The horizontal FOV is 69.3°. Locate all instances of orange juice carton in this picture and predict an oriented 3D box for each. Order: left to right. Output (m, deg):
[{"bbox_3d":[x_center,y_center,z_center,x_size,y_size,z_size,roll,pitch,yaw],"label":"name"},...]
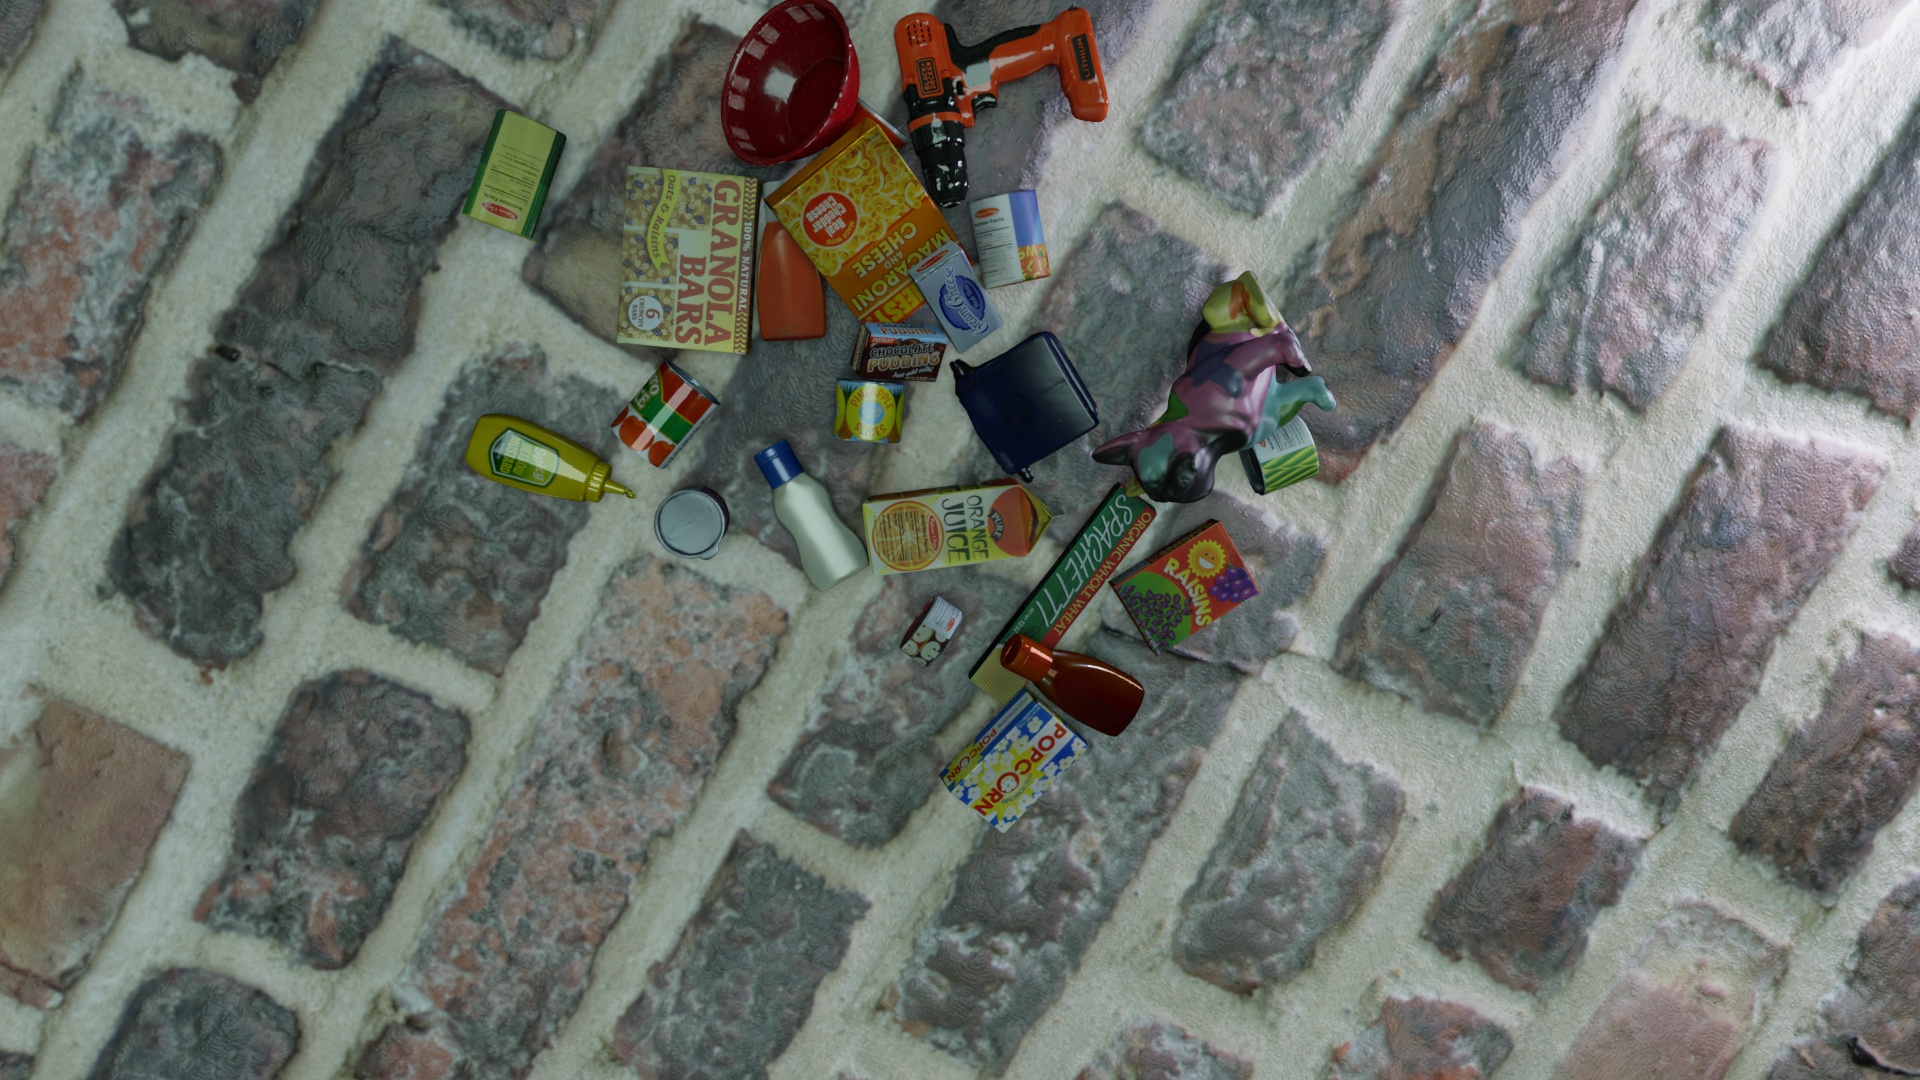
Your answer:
[{"bbox_3d":[0.005,-0.017,1.349,0.193,0.072,0.073,-7,98,-3],"label":"orange juice carton"}]

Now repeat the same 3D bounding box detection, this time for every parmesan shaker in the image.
[{"bbox_3d":[-0.411,-0.338,1.289,0.071,0.071,0.103,20,94,-6],"label":"parmesan shaker"}]

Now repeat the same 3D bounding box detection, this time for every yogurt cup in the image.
[{"bbox_3d":[-0.091,-0.377,1.306,0.072,0.072,0.054,39,101,-7],"label":"yogurt cup"}]

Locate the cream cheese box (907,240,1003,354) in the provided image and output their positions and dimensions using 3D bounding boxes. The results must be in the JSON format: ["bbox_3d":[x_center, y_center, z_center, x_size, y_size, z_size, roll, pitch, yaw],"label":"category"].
[{"bbox_3d":[-0.003,-0.230,1.319,0.053,0.024,0.103,-35,136,0],"label":"cream cheese box"}]

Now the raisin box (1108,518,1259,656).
[{"bbox_3d":[0.223,0.046,1.387,0.123,0.040,0.086,-32,97,0],"label":"raisin box"}]

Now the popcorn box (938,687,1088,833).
[{"bbox_3d":[0.054,0.219,1.383,0.126,0.038,0.085,-46,120,2],"label":"popcorn box"}]

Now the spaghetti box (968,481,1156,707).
[{"bbox_3d":[0.102,0.054,1.385,0.050,0.029,0.250,37,93,-8],"label":"spaghetti box"}]

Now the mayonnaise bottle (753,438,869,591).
[{"bbox_3d":[-0.149,-0.027,1.354,0.065,0.041,0.148,-30,97,-1],"label":"mayonnaise bottle"}]

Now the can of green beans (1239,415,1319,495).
[{"bbox_3d":[0.312,-0.084,1.364,0.058,0.071,0.071,-20,98,-2],"label":"can of green beans"}]

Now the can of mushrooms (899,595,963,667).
[{"bbox_3d":[-0.030,0.090,1.363,0.033,0.071,0.071,35,94,-7],"label":"can of mushrooms"}]

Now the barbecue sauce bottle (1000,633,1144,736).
[{"bbox_3d":[0.108,0.138,1.367,0.148,0.044,0.065,29,97,-24],"label":"barbecue sauce bottle"}]

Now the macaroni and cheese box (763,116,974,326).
[{"bbox_3d":[-0.083,-0.288,1.295,0.123,0.040,0.166,-38,124,2],"label":"macaroni and cheese box"}]

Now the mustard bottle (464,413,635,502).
[{"bbox_3d":[-0.387,-0.071,1.328,0.160,0.049,0.065,19,97,-5],"label":"mustard bottle"}]

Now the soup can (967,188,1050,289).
[{"bbox_3d":[0.048,-0.287,1.325,0.071,0.071,0.083,-12,98,-2],"label":"soup can"}]

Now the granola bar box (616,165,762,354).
[{"bbox_3d":[-0.257,-0.264,1.320,0.124,0.039,0.165,5,96,-3],"label":"granola bar box"}]

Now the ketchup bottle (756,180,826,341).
[{"bbox_3d":[-0.164,-0.265,1.323,0.065,0.043,0.148,-4,97,-4],"label":"ketchup bottle"}]

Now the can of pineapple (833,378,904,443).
[{"bbox_3d":[-0.088,-0.125,1.331,0.071,0.071,0.057,3,97,-4],"label":"can of pineapple"}]

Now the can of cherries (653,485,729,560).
[{"bbox_3d":[-0.257,-0.016,1.339,0.071,0.058,0.071,-1,96,-4],"label":"can of cherries"}]

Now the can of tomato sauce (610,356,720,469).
[{"bbox_3d":[-0.282,-0.121,1.321,0.071,0.071,0.083,40,94,-7],"label":"can of tomato sauce"}]

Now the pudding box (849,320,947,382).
[{"bbox_3d":[-0.058,-0.180,1.324,0.084,0.030,0.049,0,125,-29],"label":"pudding box"}]
